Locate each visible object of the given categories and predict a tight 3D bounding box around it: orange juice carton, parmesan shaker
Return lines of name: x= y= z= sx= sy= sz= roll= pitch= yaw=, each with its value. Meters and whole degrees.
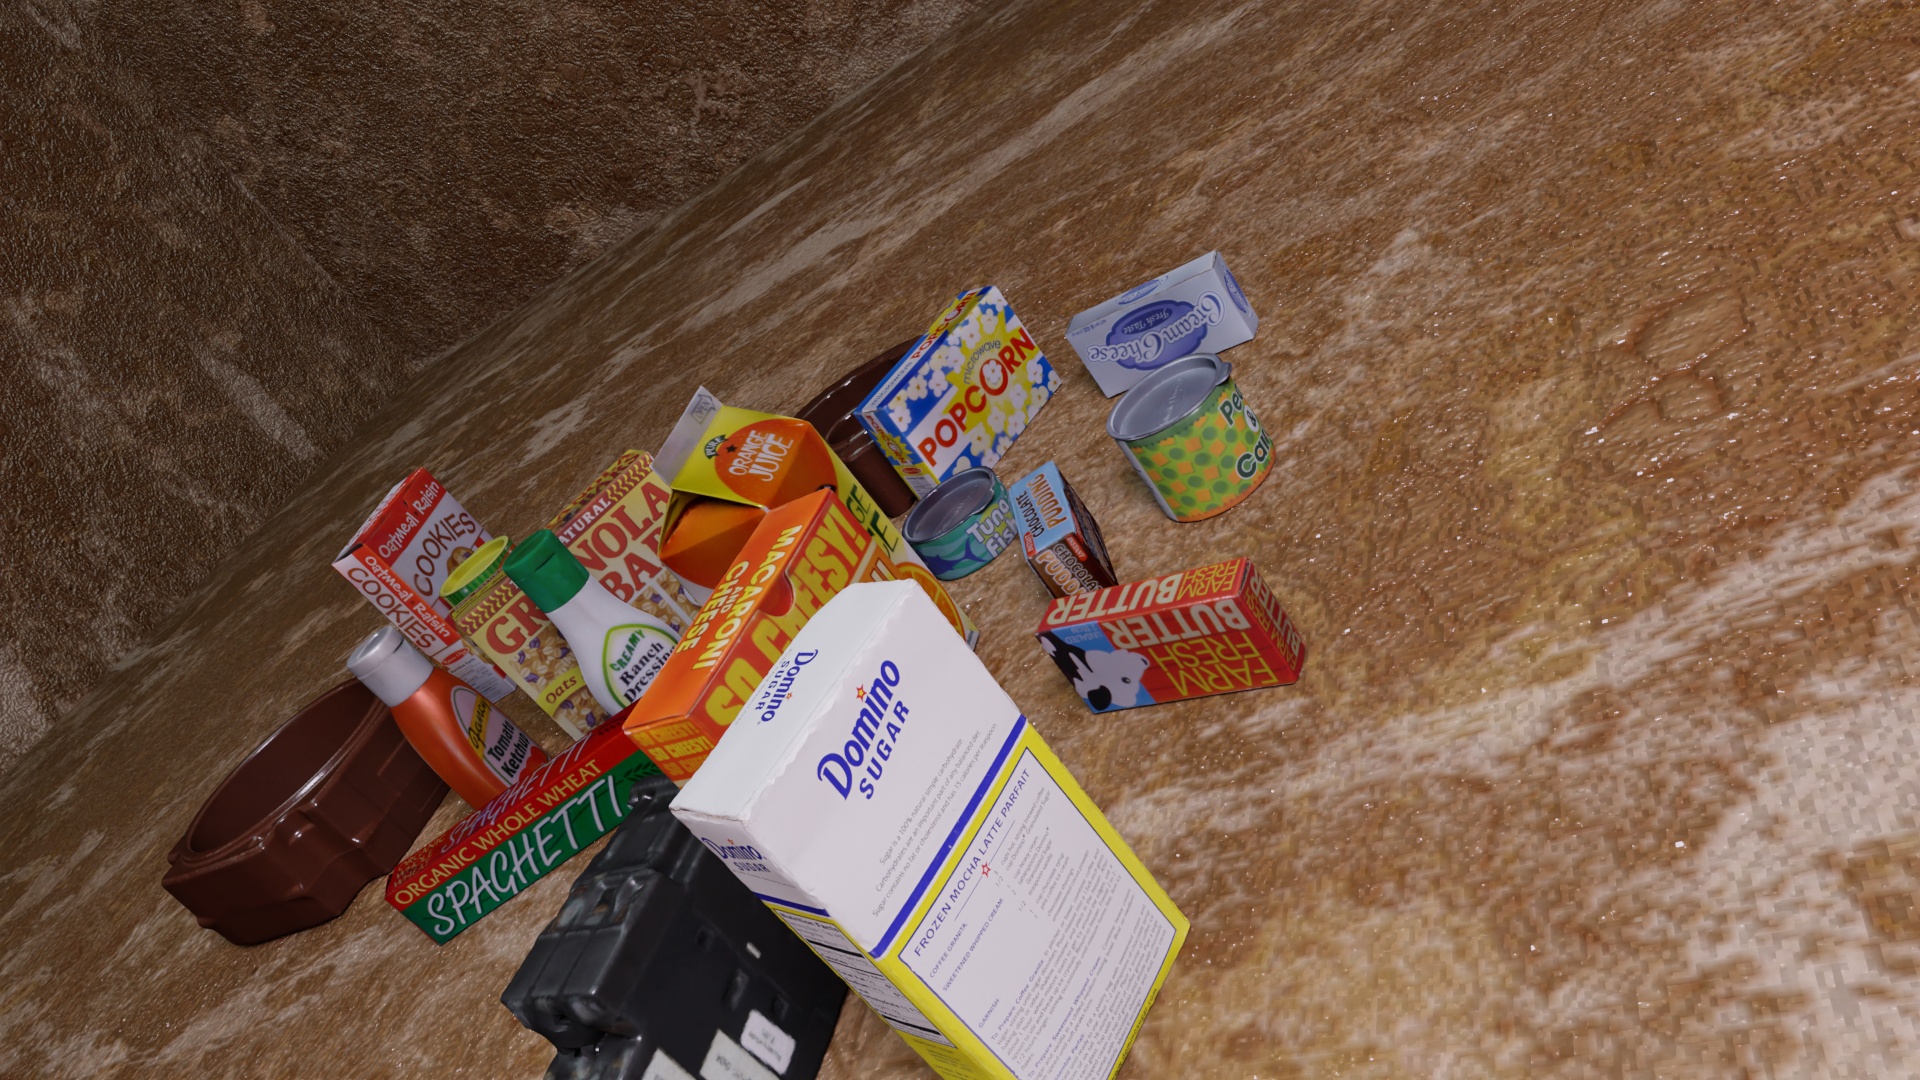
orange juice carton: x=-0.078 y=0.014 z=0.684 sx=0.073 sy=0.192 sz=0.072 roll=-23 pitch=28 yaw=30
parmesan shaker: x=-0.344 y=0.054 z=1.085 sx=0.071 sy=0.103 sz=0.071 roll=-31 pitch=25 yaw=16

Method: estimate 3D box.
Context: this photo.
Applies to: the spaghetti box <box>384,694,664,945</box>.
spaghetti box: x=-0.228 y=0.153 z=0.818 sx=0.250 sy=0.050 sz=0.029 roll=-34 pitch=24 yaw=7

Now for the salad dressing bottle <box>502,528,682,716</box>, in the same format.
salad dressing bottle: x=-0.218 y=0.058 z=0.853 sx=0.064 sy=0.147 sz=0.044 roll=-48 pitch=26 yaw=-22

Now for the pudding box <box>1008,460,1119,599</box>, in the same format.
pudding box: x=0.052 y=0.000 z=0.706 sx=0.030 sy=0.049 sz=0.084 roll=-33 pitch=25 yaw=12

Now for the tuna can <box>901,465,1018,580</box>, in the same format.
tuna can: x=0.003 y=-0.010 z=0.811 sx=0.071 sy=0.032 sz=0.071 roll=-30 pitch=25 yaw=16

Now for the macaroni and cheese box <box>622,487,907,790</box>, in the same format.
macaroni and cheese box: x=-0.036 y=0.081 z=0.542 sx=0.040 sy=0.166 sz=0.124 roll=-19 pitch=30 yaw=37

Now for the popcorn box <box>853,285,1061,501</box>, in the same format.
popcorn box: x=0.000 y=-0.092 z=0.897 sx=0.038 sy=0.085 sz=0.127 roll=-3 pitch=41 yaw=52

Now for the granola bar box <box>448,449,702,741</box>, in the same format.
granola bar box: x=-0.240 y=0.038 z=0.947 sx=0.166 sy=0.124 sz=0.039 roll=-46 pitch=25 yaw=-17

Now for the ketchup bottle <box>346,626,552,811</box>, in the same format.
ketchup bottle: x=-0.327 y=0.119 z=0.893 sx=0.043 sy=0.148 sz=0.065 roll=-30 pitch=25 yaw=17

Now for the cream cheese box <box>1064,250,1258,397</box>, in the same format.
cream cheese box: x=0.121 y=-0.128 z=0.834 sx=0.103 sy=0.053 sz=0.024 roll=-21 pitch=29 yaw=33

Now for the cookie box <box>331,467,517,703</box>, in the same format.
cookie box: x=-0.414 y=0.037 z=1.134 sx=0.040 sy=0.167 sz=0.123 roll=-30 pitch=25 yaw=19

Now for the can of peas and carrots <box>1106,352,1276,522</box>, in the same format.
can of peas and carrots: x=0.118 y=-0.052 z=0.697 sx=0.071 sy=0.058 sz=0.071 roll=-30 pitch=25 yaw=16

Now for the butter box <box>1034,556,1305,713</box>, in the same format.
butter box: x=0.087 y=0.041 z=0.581 sx=0.103 sy=0.053 sz=0.024 roll=-16 pitch=32 yaw=40
